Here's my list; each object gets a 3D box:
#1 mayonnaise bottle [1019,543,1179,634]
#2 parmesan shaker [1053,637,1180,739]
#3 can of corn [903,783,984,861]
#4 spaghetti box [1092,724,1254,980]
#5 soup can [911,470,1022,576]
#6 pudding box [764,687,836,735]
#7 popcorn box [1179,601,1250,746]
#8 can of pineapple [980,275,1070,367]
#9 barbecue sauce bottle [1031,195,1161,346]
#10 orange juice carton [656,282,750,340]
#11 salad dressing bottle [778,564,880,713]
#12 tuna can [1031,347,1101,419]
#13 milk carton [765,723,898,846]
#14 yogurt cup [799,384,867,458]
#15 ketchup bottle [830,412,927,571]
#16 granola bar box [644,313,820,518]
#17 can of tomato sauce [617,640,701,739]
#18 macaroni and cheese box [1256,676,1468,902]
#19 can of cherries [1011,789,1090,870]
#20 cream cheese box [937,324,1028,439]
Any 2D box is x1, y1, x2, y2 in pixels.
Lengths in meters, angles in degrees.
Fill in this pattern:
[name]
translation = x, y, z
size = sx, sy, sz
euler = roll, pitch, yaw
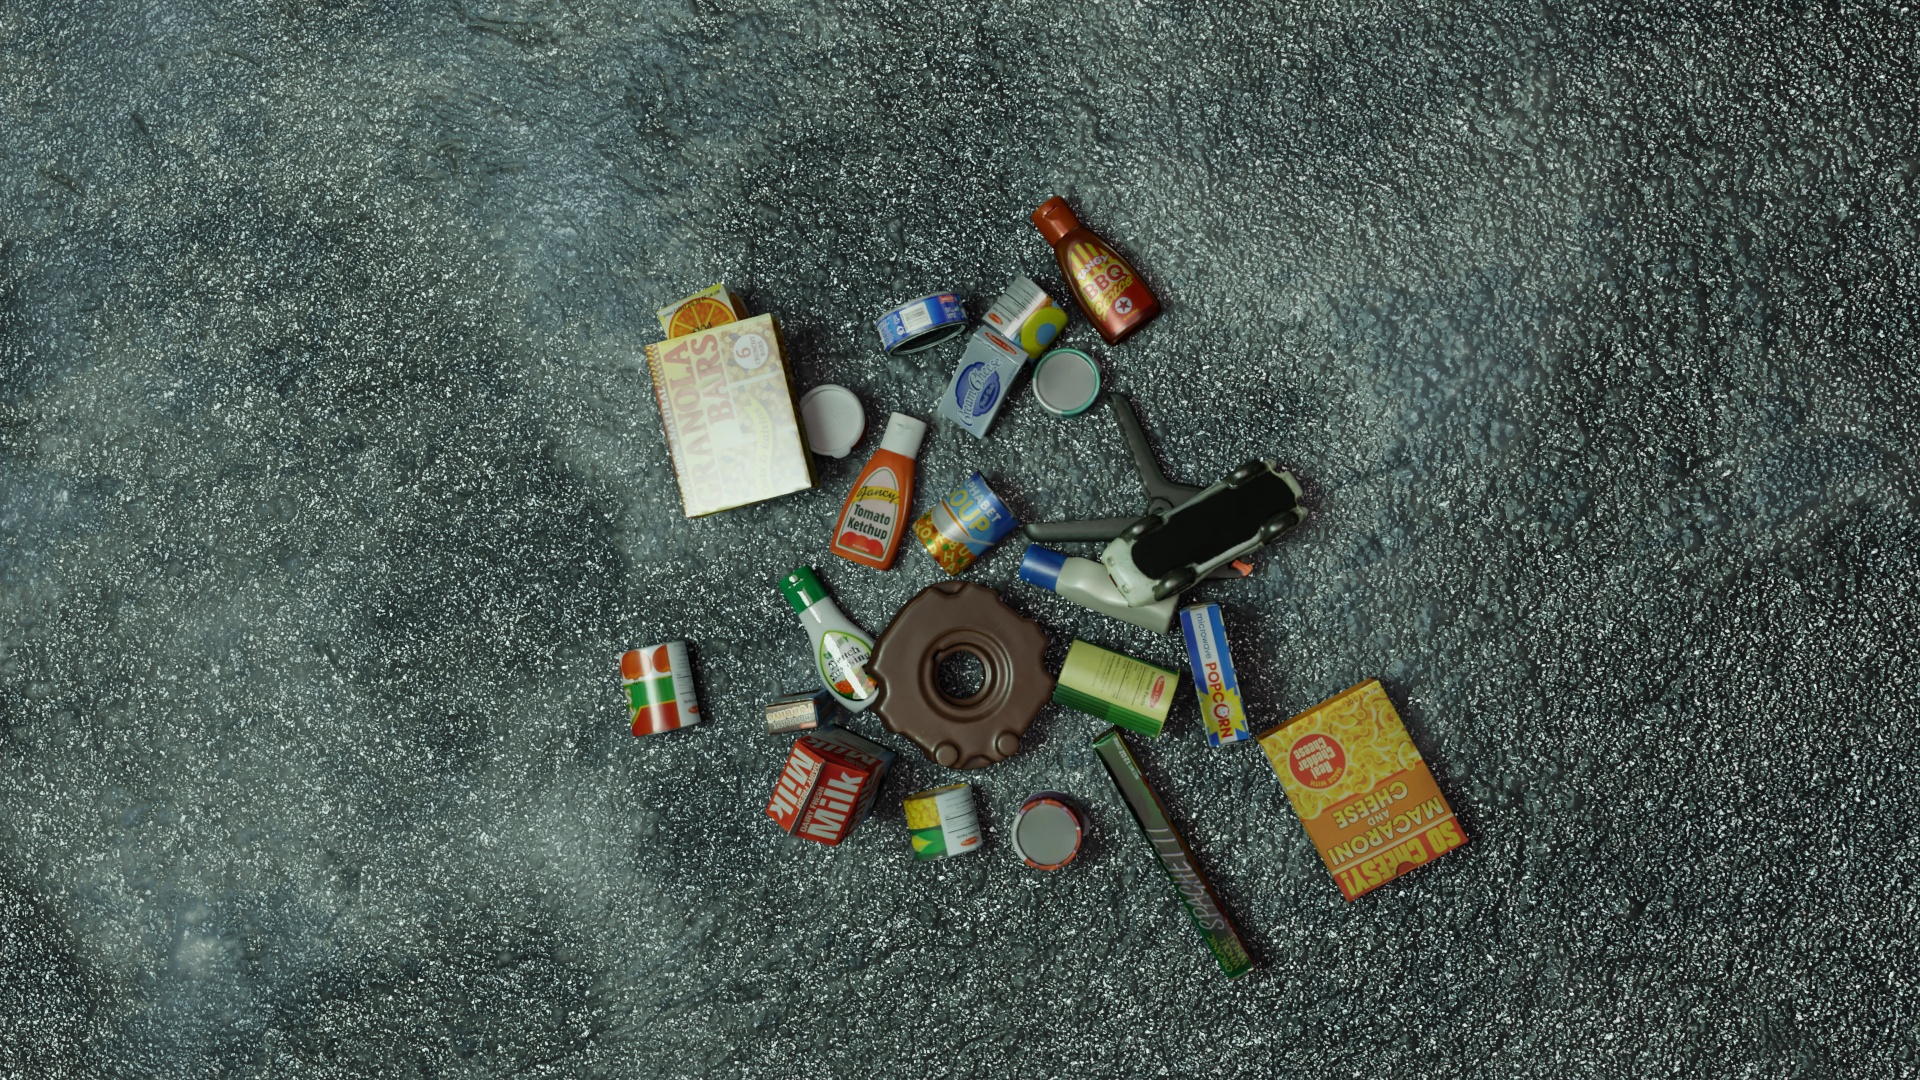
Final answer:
[mayonnaise bottle]
translation = 0.130, 0.044, 1.304
size = 0.148, 0.064, 0.041
euler = 20, 73, 11
[parmesan shaker]
translation = 0.146, 0.135, 1.296
size = 0.103, 0.071, 0.071
euler = 20, 90, 8
[can of corn]
translation = -0.018, 0.266, 1.310
size = 0.071, 0.071, 0.058
euler = -13, 86, 6
[spaghetti box]
translation = 0.197, 0.288, 1.290
size = 0.028, 0.050, 0.250
euler = -31, 84, 7
[soup can]
translation = 0.005, -0.016, 1.316
size = 0.084, 0.071, 0.071
euler = -39, 84, 4
[pudding box]
translation = -0.151, 0.162, 1.321
size = 0.050, 0.084, 0.030
euler = -10, 90, 6
[popcorn box]
translation = 0.232, 0.121, 1.275
size = 0.038, 0.085, 0.126
euler = -13, 87, 7
[can of pineapple]
translation = 0.063, -0.209, 1.322
size = 0.071, 0.071, 0.058
euler = 42, 93, 7
[barbecue sauce bottle]
translation = 0.125, -0.261, 1.327
size = 0.065, 0.043, 0.148
euler = -37, 84, 5
[orange juice carton]
translation = -0.217, -0.143, 1.347
size = 0.072, 0.073, 0.192
euler = -24, 85, 5
[salad dressing bottle]
translation = -0.122, 0.094, 1.340
size = 0.064, 0.044, 0.148
euler = -34, 84, 1
[tuna can]
translation = 0.104, -0.152, 1.329
size = 0.071, 0.033, 0.071
euler = 0, 88, 7
[milk carton]
translation = -0.118, 0.221, 1.259
size = 0.073, 0.190, 0.072
euler = 24, 91, 7
[yogurt cup]
translation = -0.122, -0.114, 1.344
size = 0.072, 0.054, 0.072
euler = 0, 88, 7
[ketchup bottle]
translation = -0.073, -0.049, 1.341
size = 0.065, 0.043, 0.148
euler = 19, 89, 7
[granola bar box]
translation = -0.211, -0.114, 1.288
size = 0.124, 0.039, 0.165
euler = -14, 88, 6
[can of tomato sauce]
translation = -0.294, 0.144, 1.347
size = 0.071, 0.071, 0.083
euler = -13, 85, 6
[macaroni and cheese box]
translation = 0.367, 0.228, 1.277
size = 0.123, 0.040, 0.166
euler = -29, 84, 6
[can of cherries]
translation = 0.085, 0.270, 1.300
size = 0.071, 0.058, 0.071
euler = 0, 88, 7
[cream cheese box]
translation = 0.020, -0.148, 1.313
size = 0.053, 0.024, 0.103
euler = 35, 134, 6
